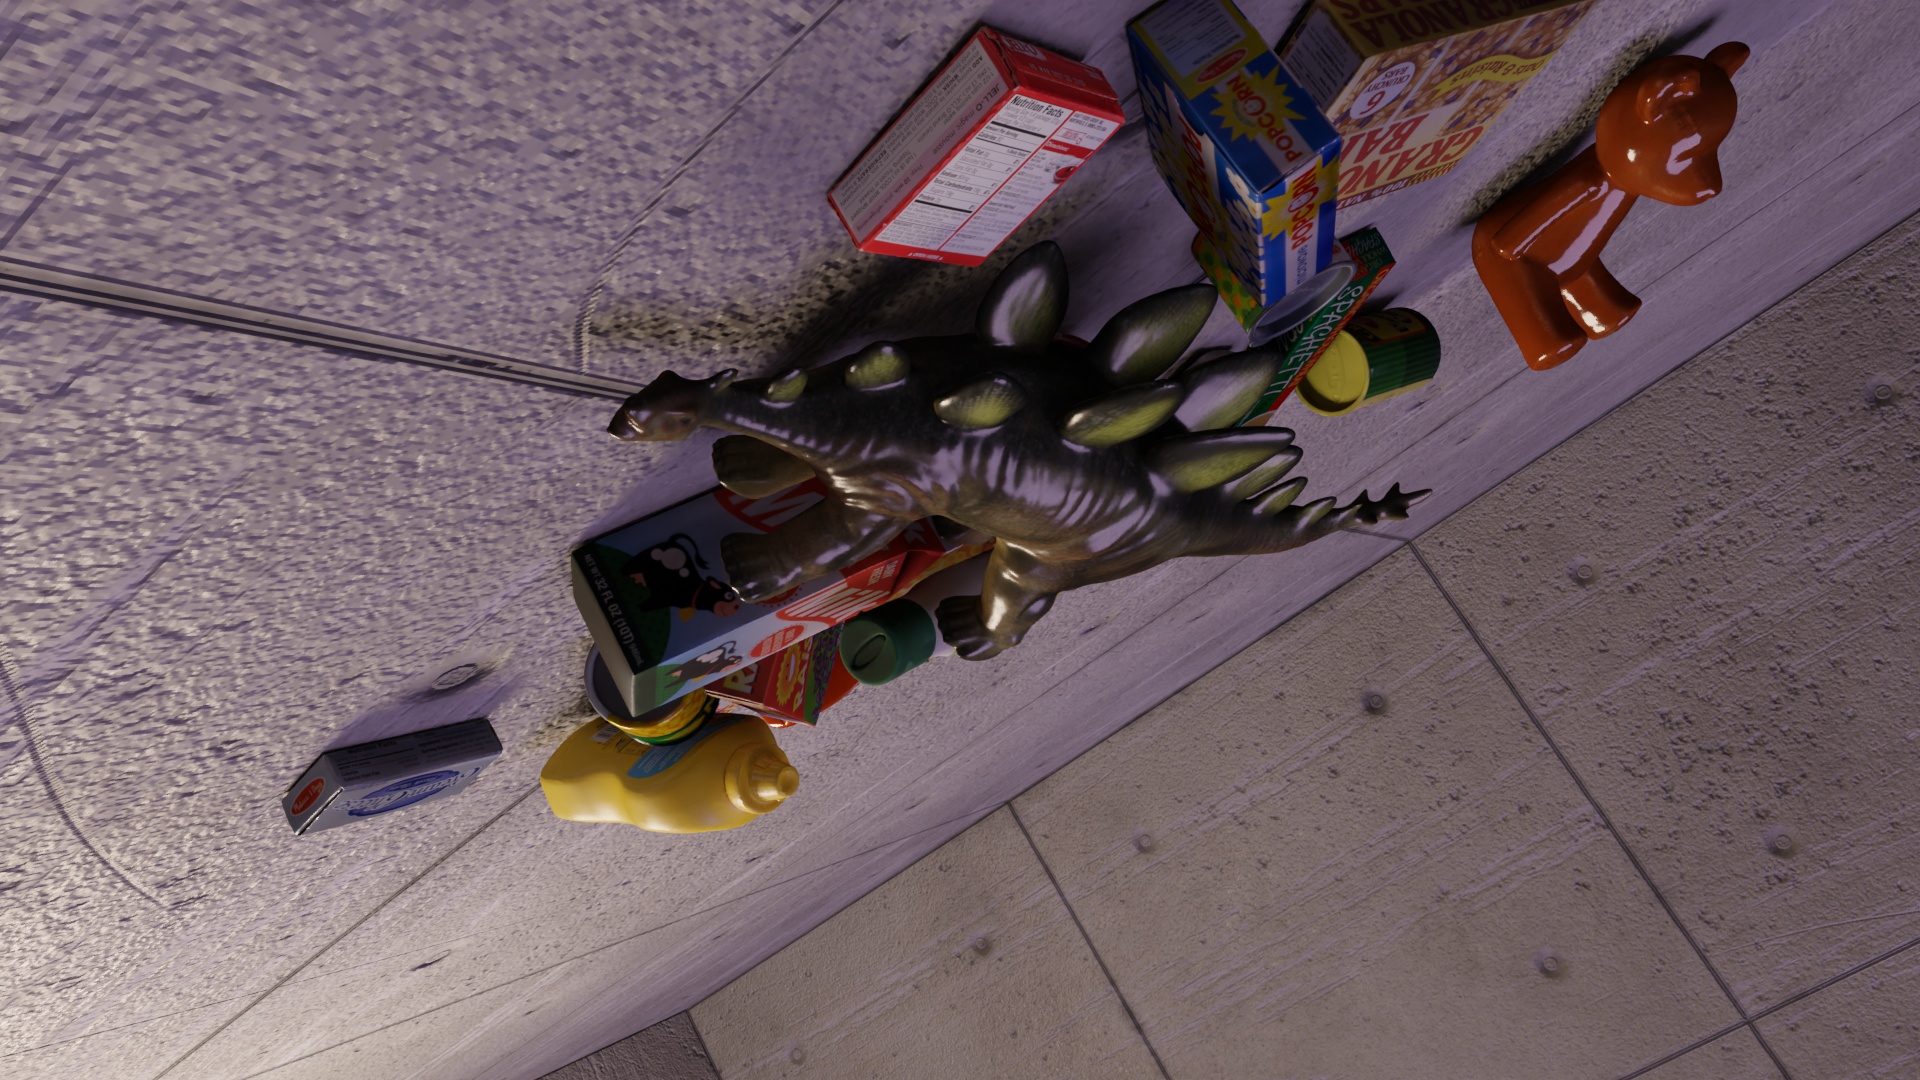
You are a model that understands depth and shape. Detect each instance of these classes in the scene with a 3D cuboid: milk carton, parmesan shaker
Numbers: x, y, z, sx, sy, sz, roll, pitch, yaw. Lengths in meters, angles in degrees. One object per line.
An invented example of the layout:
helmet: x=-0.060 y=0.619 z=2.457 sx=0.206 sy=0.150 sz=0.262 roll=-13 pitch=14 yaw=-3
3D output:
milk carton: x=-0.094 y=0.011 z=0.712 sx=0.191 sy=0.072 sz=0.073 roll=-25 pitch=164 yaw=-22
parmesan shaker: x=0.299 y=-0.134 z=1.029 sx=0.103 sy=0.071 sz=0.071 roll=-19 pitch=161 yaw=-40

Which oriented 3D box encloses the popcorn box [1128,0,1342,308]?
popcorn box: x=0.111 y=-0.154 z=0.557 sx=0.038 sy=0.085 sz=0.126 roll=-34 pitch=164 yaw=5

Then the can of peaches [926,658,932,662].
can of peaches: x=-0.017 y=0.043 z=0.977 sx=0.058 sy=0.071 sz=0.071 roll=-32 pitch=165 yaw=2

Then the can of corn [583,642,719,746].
can of corn: x=-0.172 y=0.079 z=0.791 sx=0.071 sy=0.071 sz=0.058 roll=-29 pitch=164 yaw=-7

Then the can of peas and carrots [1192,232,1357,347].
can of peas and carrots: x=0.164 y=-0.147 z=0.736 sx=0.071 sy=0.059 sz=0.070 roll=-28 pitch=165 yaw=-8

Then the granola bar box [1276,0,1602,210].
granola bar box: x=0.201 y=-0.208 z=0.648 sx=0.166 sy=0.039 sz=0.123 roll=-23 pitch=162 yaw=-29

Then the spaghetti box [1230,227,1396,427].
spaghetti box: x=0.224 y=-0.129 z=0.967 sx=0.050 sy=0.029 sz=0.249 roll=-26 pitch=165 yaw=-20

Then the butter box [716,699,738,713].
butter box: x=-0.178 y=0.111 z=0.964 sx=0.103 sy=0.024 sz=0.053 roll=-36 pitch=165 yaw=19

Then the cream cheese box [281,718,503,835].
cream cheese box: x=-0.311 y=0.129 z=0.766 sx=0.053 sy=0.024 sz=0.104 roll=-39 pitch=163 yaw=30

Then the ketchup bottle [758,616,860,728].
ketchup bottle: x=-0.089 y=0.078 z=0.968 sx=0.043 sy=0.064 sz=0.149 roll=-24 pitch=179 yaw=33

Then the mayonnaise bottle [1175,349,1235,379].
mayonnaise bottle: x=0.137 y=-0.071 z=0.957 sx=0.065 sy=0.041 sz=0.147 roll=-16 pitch=158 yaw=-50

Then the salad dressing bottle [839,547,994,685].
salad dressing bottle: x=-0.010 y=0.041 z=0.747 sx=0.064 sy=0.044 sz=0.148 roll=-45 pitch=168 yaw=30

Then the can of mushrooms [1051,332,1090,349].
can of mushrooms: x=0.055 y=-0.076 z=0.737 sx=0.071 sy=0.071 sz=0.033 roll=-20 pitch=160 yaw=-35

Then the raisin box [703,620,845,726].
raisin box: x=-0.107 y=0.060 z=0.826 sx=0.123 sy=0.040 sz=0.086 roll=60 pitch=44 yaw=-75

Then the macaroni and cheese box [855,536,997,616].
macaroni and cheese box: x=0.003 y=-0.010 z=0.820 sx=0.166 sy=0.040 sz=0.123 roll=-33 pitch=142 yaw=3
